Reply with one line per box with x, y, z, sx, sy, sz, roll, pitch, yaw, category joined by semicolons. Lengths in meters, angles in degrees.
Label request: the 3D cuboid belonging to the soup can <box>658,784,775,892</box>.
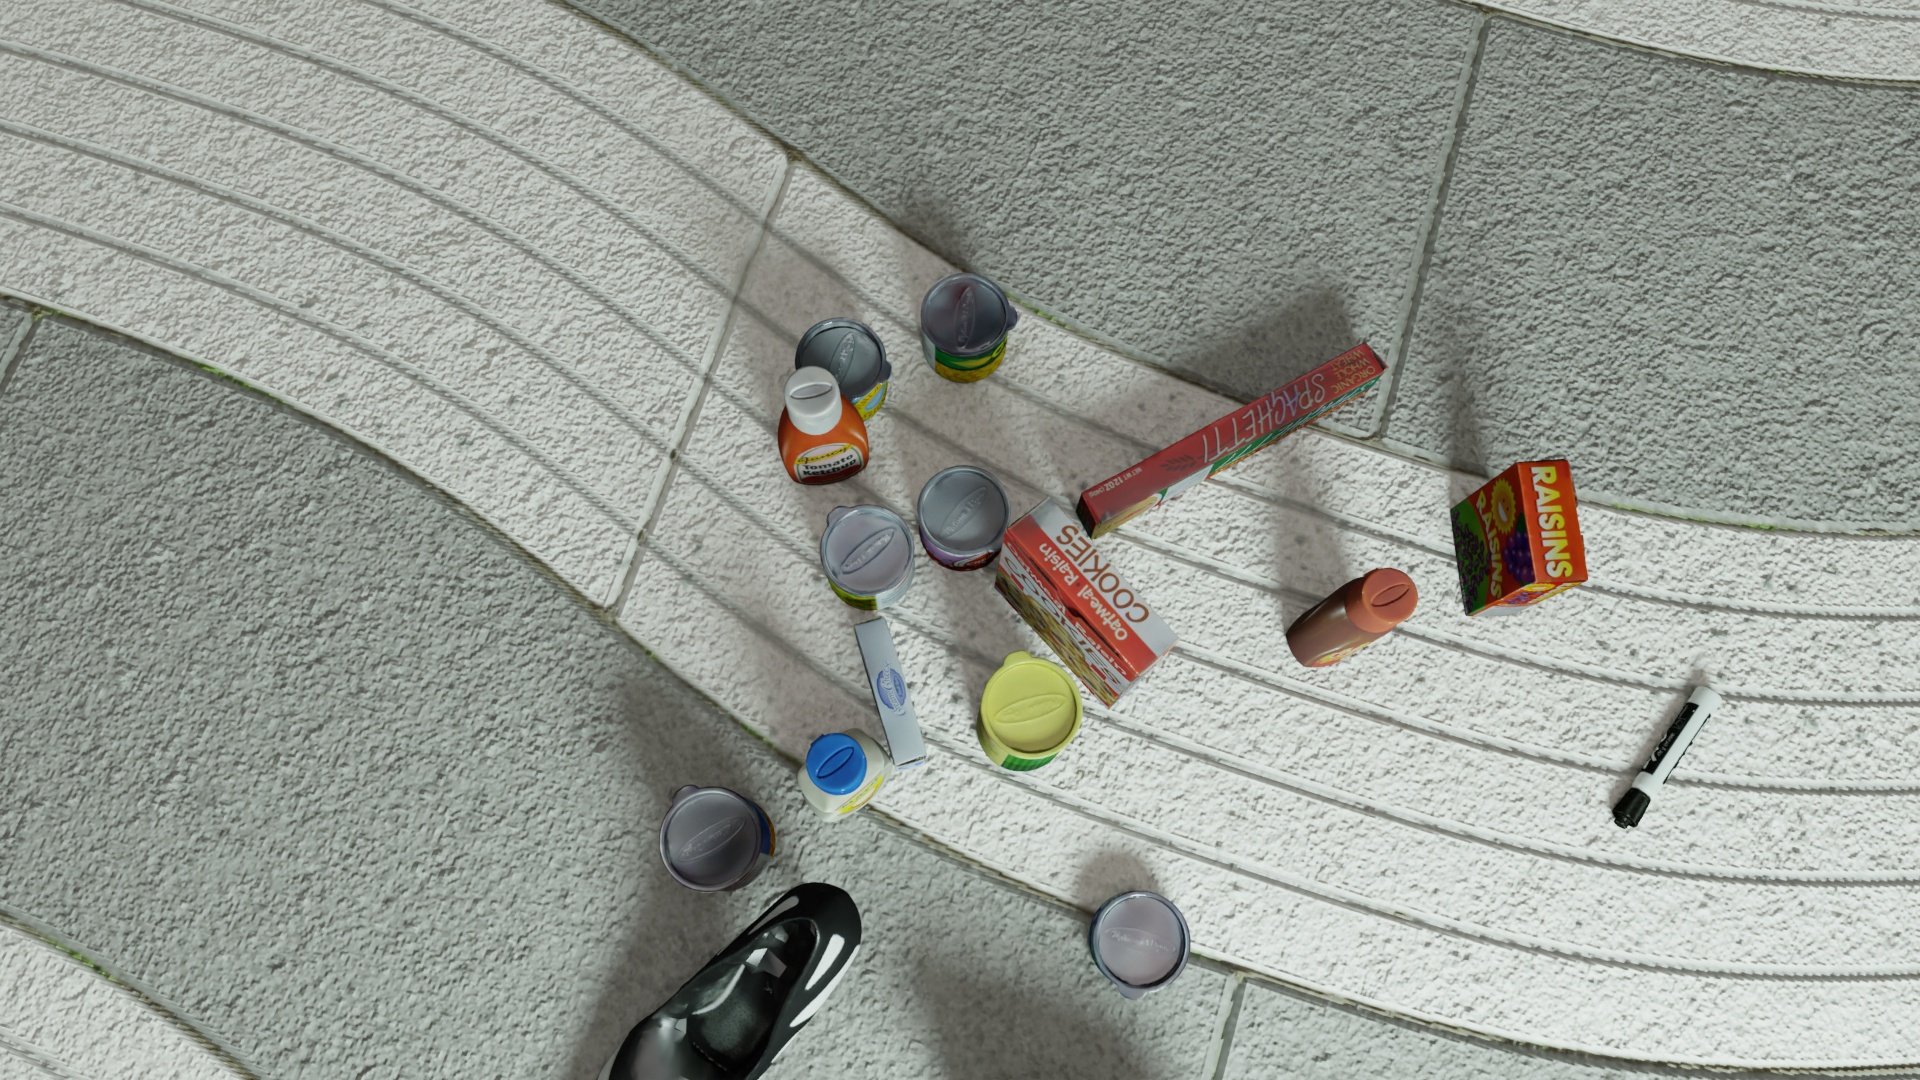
-0.162;0.199;0.930;0.071;0.083;0.071;0;76;-1;soup can

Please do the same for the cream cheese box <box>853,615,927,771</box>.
-0.049;0.108;0.972;0.024;0.053;0.104;-17;76;-5;cream cheese box

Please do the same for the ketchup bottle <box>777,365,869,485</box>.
-0.099;-0.080;0.971;0.065;0.148;0.043;-14;77;-4;ketchup bottle

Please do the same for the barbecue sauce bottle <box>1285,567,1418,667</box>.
0.269;0.051;0.945;0.065;0.148;0.044;-25;78;-7;barbecue sauce bottle

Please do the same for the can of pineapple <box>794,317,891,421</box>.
-0.086;-0.123;1.030;0.071;0.057;0.071;0;76;-1;can of pineapple

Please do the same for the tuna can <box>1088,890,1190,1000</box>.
0.120;0.274;0.943;0.071;0.032;0.071;0;75;-1;tuna can

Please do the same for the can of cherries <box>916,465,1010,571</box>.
0.004;-0.013;1.003;0.071;0.058;0.071;0;76;-1;can of cherries

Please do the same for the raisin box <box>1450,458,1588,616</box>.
0.389;0.001;0.974;0.040;0.123;0.086;-2;76;-2;raisin box

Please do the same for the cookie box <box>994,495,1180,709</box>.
0.079;0.047;0.932;0.040;0.167;0.123;-41;80;-10;cookie box

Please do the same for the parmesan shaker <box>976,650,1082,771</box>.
0.045;0.118;0.946;0.071;0.103;0.071;0;76;-1;parmesan shaker

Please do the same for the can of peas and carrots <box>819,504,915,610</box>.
-0.067;0.012;0.995;0.071;0.058;0.071;0;76;-1;can of peas and carrots

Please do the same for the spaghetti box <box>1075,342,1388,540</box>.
0.200;-0.074;1.027;0.250;0.050;0.029;-28;78;-8;spaghetti box

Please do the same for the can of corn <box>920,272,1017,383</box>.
0.006;-0.158;1.041;0.071;0.058;0.071;0;76;-1;can of corn

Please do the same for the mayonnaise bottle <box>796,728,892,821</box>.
-0.077;0.152;0.911;0.065;0.147;0.041;-39;80;-10;mayonnaise bottle
